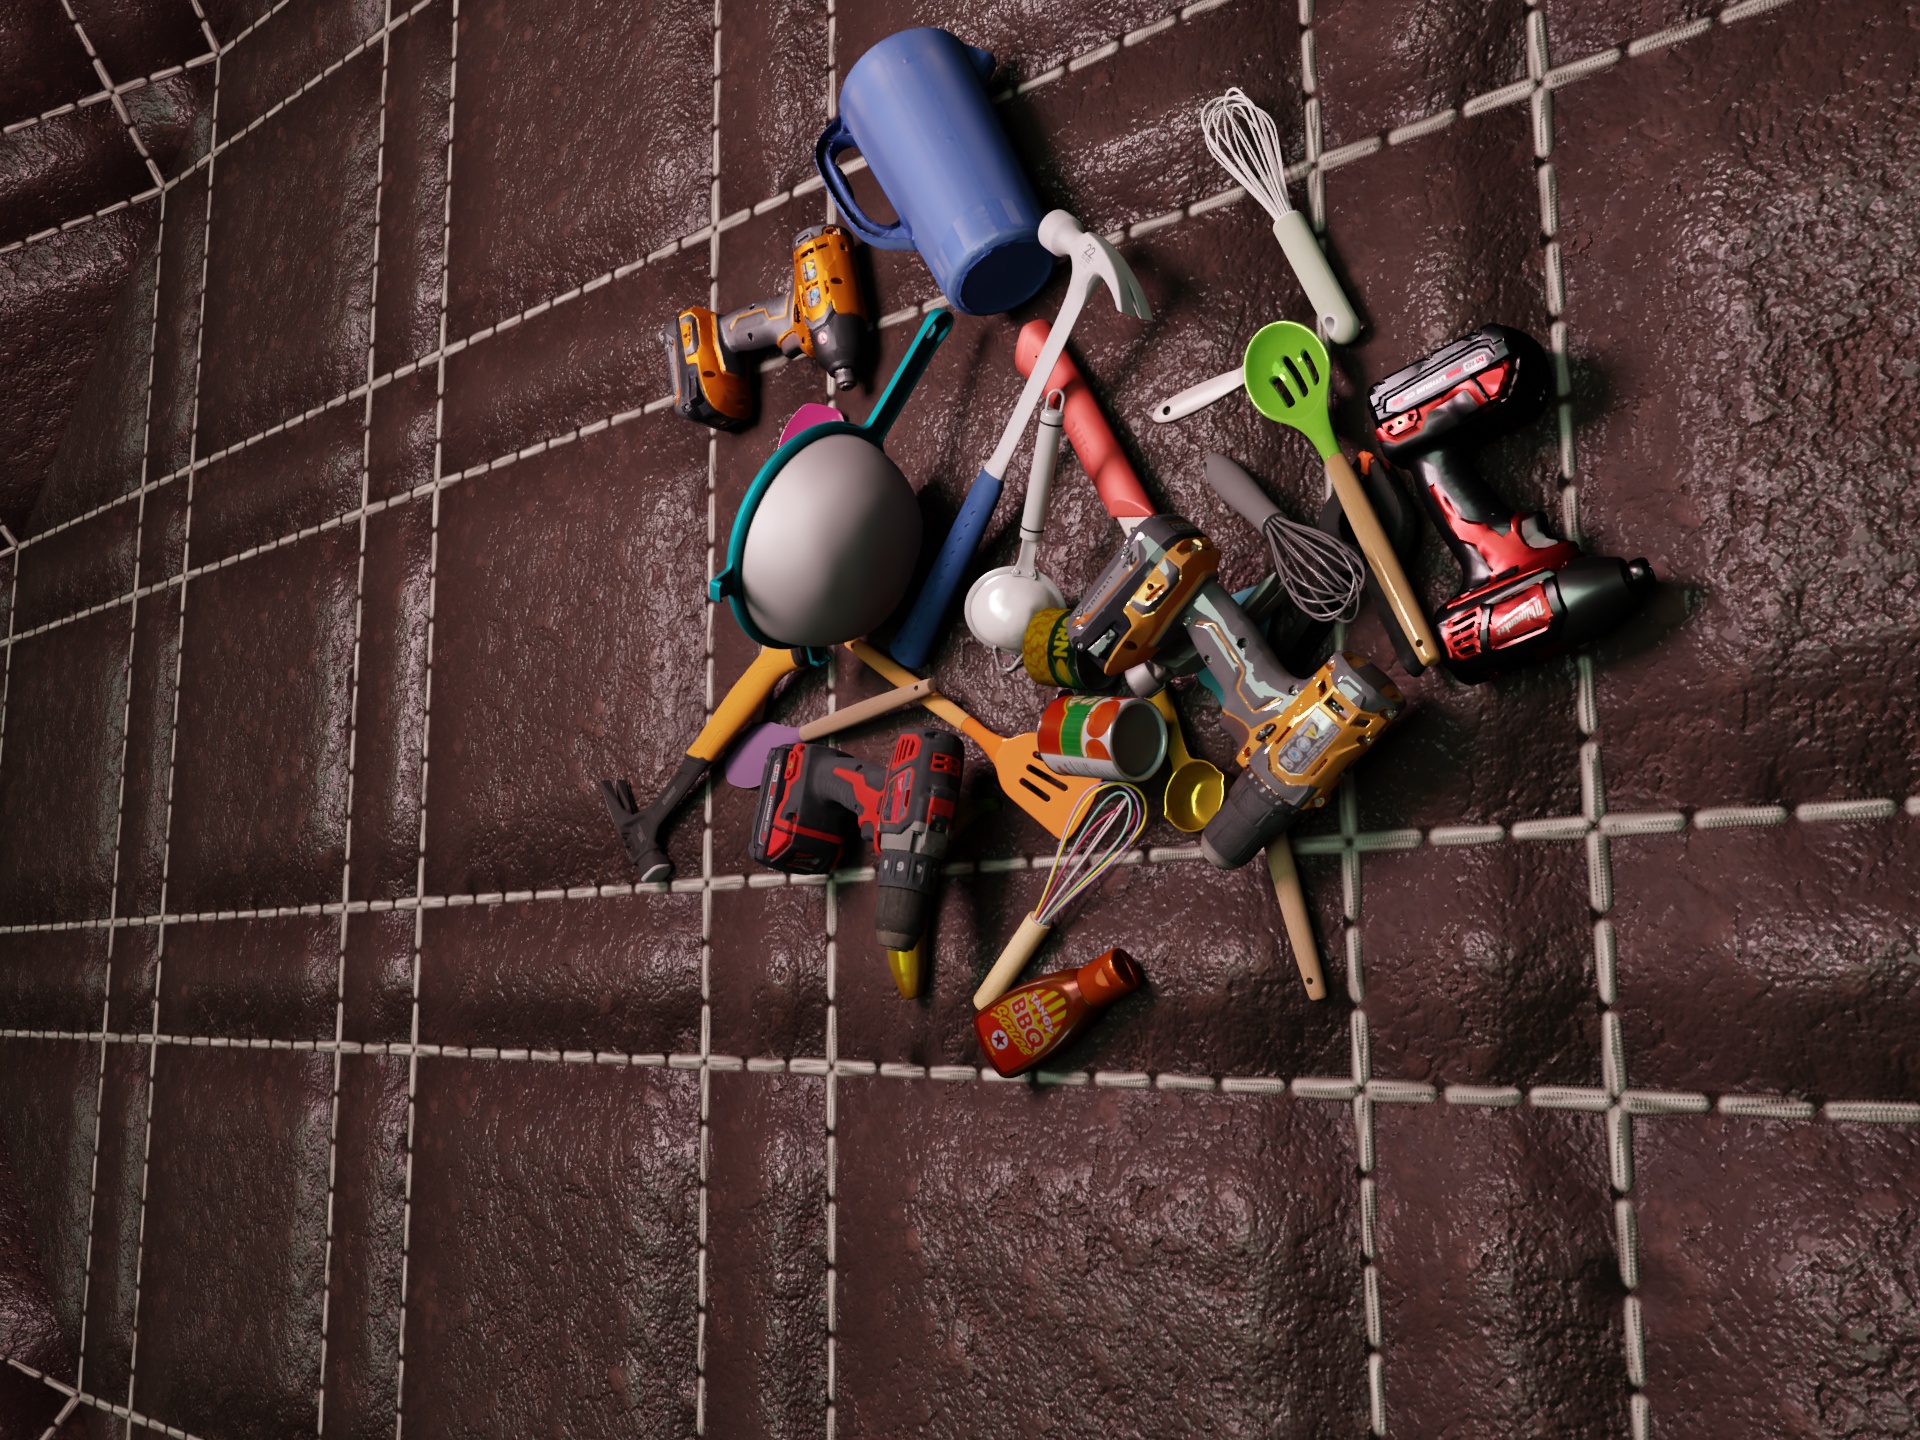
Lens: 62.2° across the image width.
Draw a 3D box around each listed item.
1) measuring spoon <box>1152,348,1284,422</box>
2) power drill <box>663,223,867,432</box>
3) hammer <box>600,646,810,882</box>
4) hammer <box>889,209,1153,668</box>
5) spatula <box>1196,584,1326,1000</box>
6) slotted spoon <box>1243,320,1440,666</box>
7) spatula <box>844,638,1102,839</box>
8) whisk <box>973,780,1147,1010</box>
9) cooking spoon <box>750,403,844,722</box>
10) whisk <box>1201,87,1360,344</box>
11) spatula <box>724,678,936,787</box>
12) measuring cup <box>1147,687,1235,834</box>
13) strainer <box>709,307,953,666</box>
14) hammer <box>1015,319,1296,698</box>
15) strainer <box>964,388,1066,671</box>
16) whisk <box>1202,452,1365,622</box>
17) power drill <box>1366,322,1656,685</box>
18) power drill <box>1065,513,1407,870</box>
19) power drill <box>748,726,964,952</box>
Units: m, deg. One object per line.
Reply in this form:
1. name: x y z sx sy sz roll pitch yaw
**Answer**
1. measuring spoon: 0.202 -0.268 1.273 0.124 0.018 0.034 -21 71 37
2. power drill: -0.186 -0.371 1.581 0.226 0.084 0.164 -21 72 33
3. hammer: -0.251 0.016 1.589 0.336 0.034 0.127 -47 60 31
4. hammer: 0.035 -0.216 1.351 0.144 0.035 0.405 52 126 42
5. spatula: 0.234 0.052 1.198 0.082 0.044 0.318 -22 74 38
6. slotted spoon: 0.278 -0.167 1.146 0.070 0.031 0.314 -40 52 33
7. spatula: -0.002 -0.004 1.407 0.323 0.041 0.081 35 105 42
8. whisk: 0.080 0.150 1.304 0.245 0.047 0.051 -59 40 23
9. cooking spoon: -0.170 -0.153 1.566 0.069 0.017 0.319 14 95 4
10. whisk: 0.252 -0.393 1.236 0.057 0.059 0.246 115 137 -63
11. spatula: -0.131 0.009 1.502 0.316 0.018 0.060 -20 71 44
12. measuring cup: 0.177 0.021 1.254 0.062 0.029 0.157 -40 48 32
13. strainer: -0.068 -0.202 1.391 0.095 0.210 0.340 27 86 30
14. hammer: 0.134 -0.199 1.295 0.149 0.036 0.359 -39 57 27
15. strainer: 0.056 -0.147 1.308 0.087 0.050 0.258 9 116 0
16. whisk: 0.233 -0.142 1.177 0.055 0.055 0.239 -55 33 20
17. power drill: 0.371 -0.147 1.077 0.143 0.078 0.220 -25 71 36
18. power drill: 0.183 -0.018 1.160 0.226 0.084 0.185 44 116 17
19. power drill: -0.090 0.102 1.392 0.227 0.080 0.188 -3 74 50
